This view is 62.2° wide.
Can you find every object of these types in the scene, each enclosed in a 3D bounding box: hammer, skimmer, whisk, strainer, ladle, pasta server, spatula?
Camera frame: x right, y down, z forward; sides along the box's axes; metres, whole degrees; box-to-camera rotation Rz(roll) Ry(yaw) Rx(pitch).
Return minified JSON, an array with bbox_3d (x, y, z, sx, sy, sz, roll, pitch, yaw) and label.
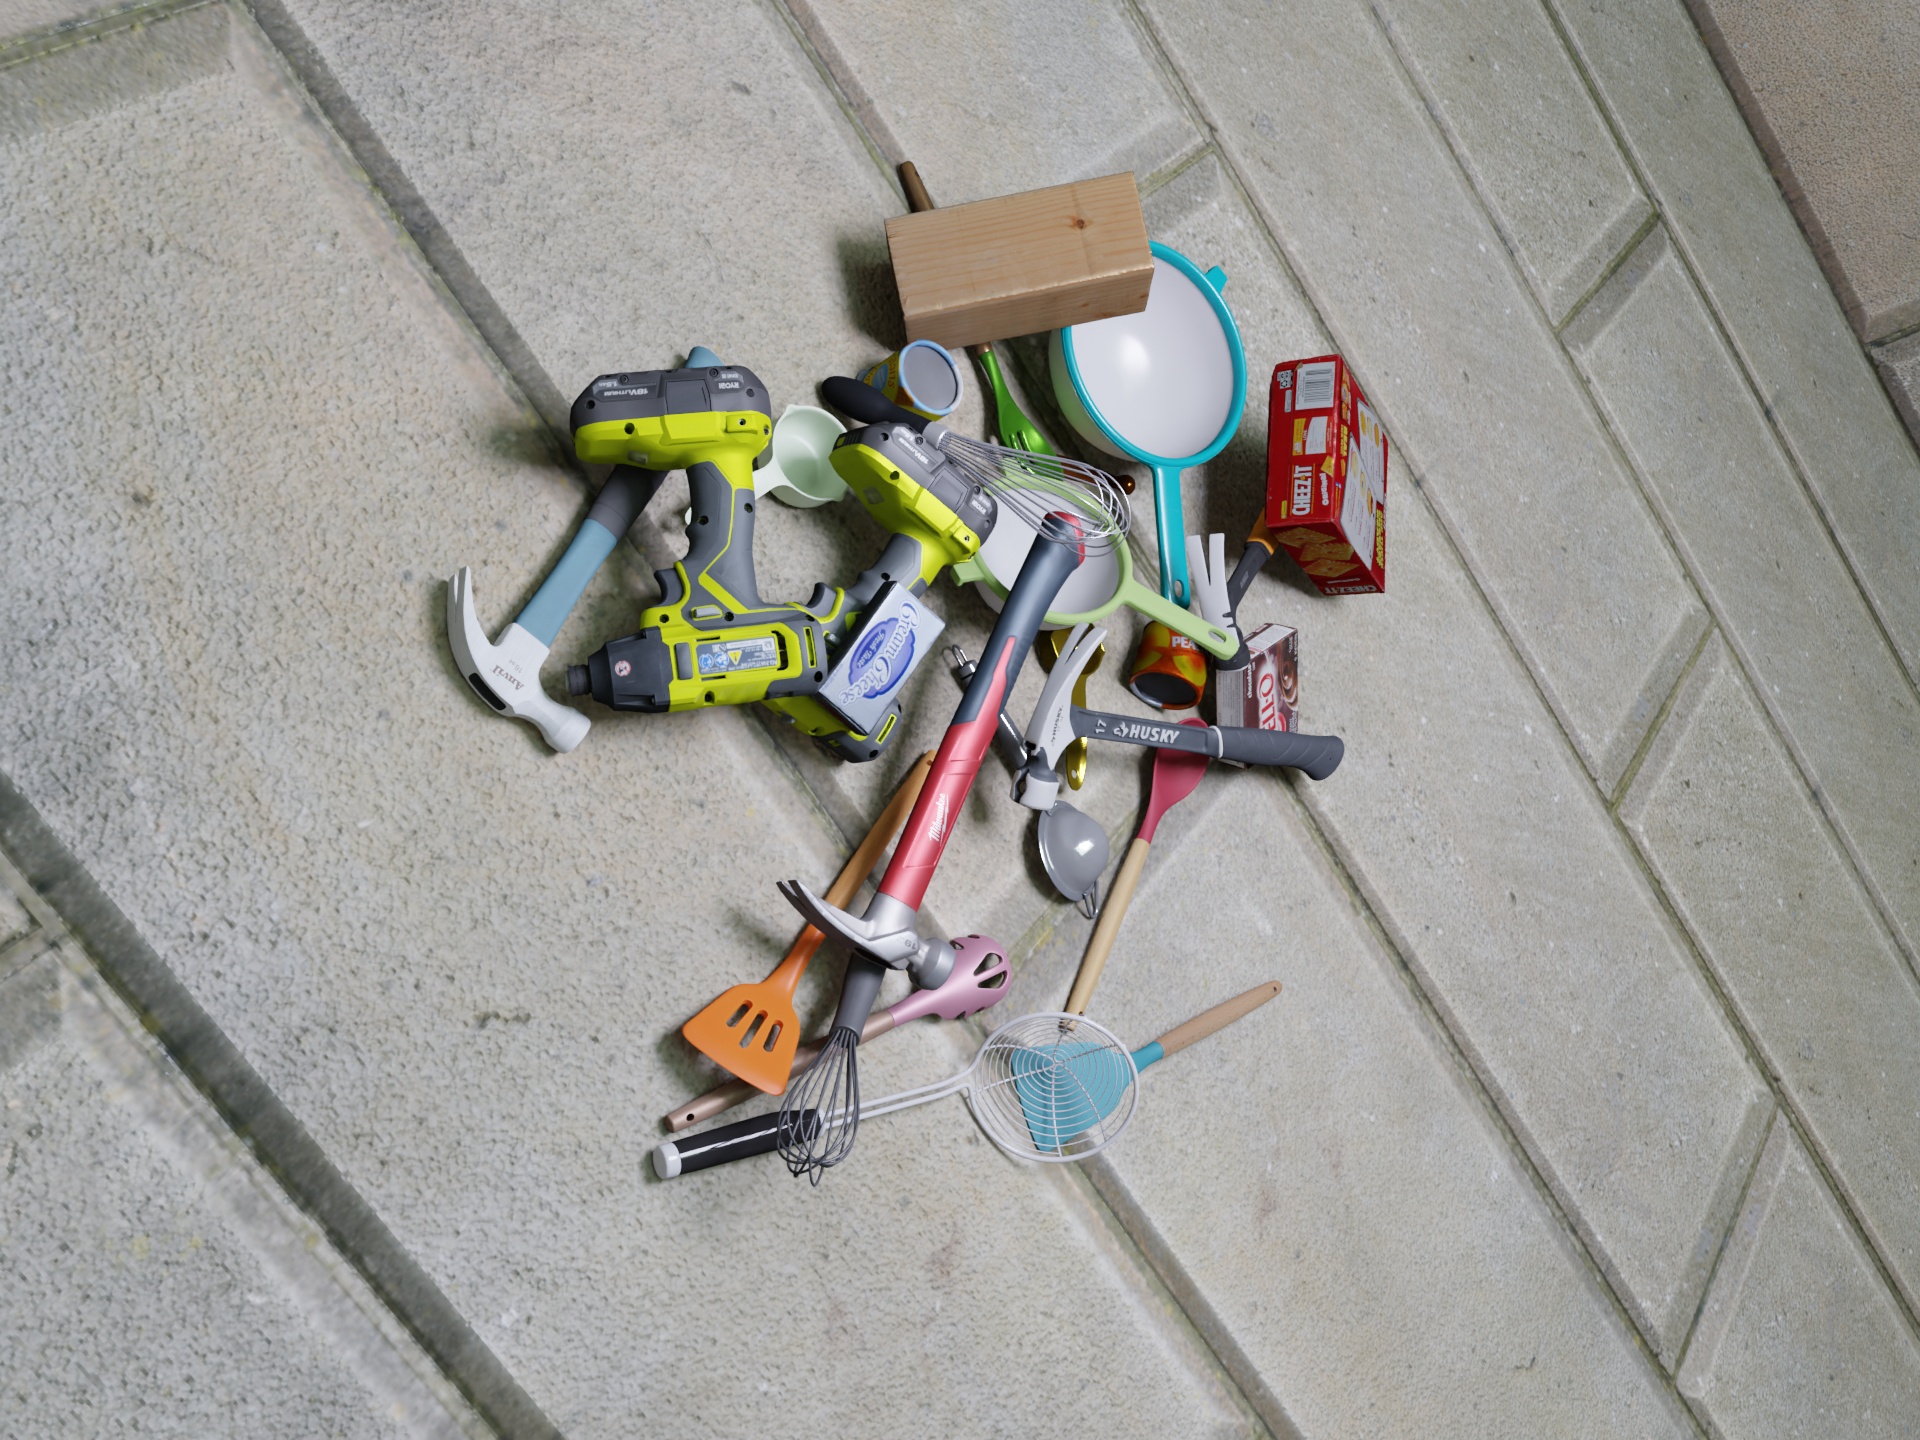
[{"bbox_3d":[-0.247,-0.142,1.125,0.128,0.033,0.331,40,55,-23],"label":"hammer"},{"bbox_3d":[-0.035,0.286,1.128,0.363,0.090,0.127,-5,111,-37],"label":"skimmer"},{"bbox_3d":[0.281,-0.176,1.490,0.337,0.034,0.127,-52,131,-52],"label":"hammer"},{"bbox_3d":[-0.079,0.221,1.104,0.055,0.055,0.239,45,32,-19],"label":"whisk"},{"bbox_3d":[0.110,-0.105,1.342,0.256,0.069,0.152,27,52,-7],"label":"strainer"},{"bbox_3d":[0.062,0.047,1.309,0.258,0.050,0.087,58,35,-5],"label":"strainer"},{"bbox_3d":[0.148,0.127,1.360,0.069,0.031,0.316,50,53,-36],"label":"ladle"},{"bbox_3d":[-0.078,0.228,1.155,0.316,0.040,0.060,-20,89,-36],"label":"pasta server"},{"bbox_3d":[-0.089,0.132,1.162,0.081,0.041,0.323,34,54,0],"label":"spatula"},{"bbox_3d":[-0.002,-0.004,1.189,0.143,0.038,0.386,35,65,-25],"label":"hammer"},{"bbox_3d":[0.008,-0.208,1.241,0.285,0.070,0.070,29,51,18],"label":"whisk"},{"bbox_3d":[0.158,-0.258,1.444,0.211,0.095,0.340,-1,84,-33],"label":"strainer"},{"bbox_3d":[0.172,0.269,1.341,0.317,0.044,0.082,-13,84,-45],"label":"spatula"},{"bbox_3d":[0.206,0.012,1.365,0.408,0.036,0.149,7,101,-44],"label":"hammer"}]

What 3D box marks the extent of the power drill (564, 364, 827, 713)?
[{"bbox_3d":[-0.191,-0.118,1.076,0.171,0.080,0.223,-7,84,-15],"label":"power drill"}]

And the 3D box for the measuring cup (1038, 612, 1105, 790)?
[{"bbox_3d":[0.091,-0.015,1.359,0.062,0.029,0.157,13,72,-35],"label":"measuring cup"}]

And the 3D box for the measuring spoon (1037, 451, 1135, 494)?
[{"bbox_3d":[0.117,-0.227,1.450,0.116,0.011,0.021,10,71,-36],"label":"measuring spoon"}]

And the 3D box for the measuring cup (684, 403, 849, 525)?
[{"bbox_3d":[-0.152,-0.181,1.210,0.167,0.038,0.083,-36,102,-35],"label":"measuring cup"}]

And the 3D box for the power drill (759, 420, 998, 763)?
[{"bbox_3d":[-0.090,-0.107,1.185,0.190,0.080,0.228,38,73,-25],"label":"power drill"}]

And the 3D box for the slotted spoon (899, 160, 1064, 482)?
[{"bbox_3d":[0.013,-0.344,1.393,0.070,0.031,0.314,-21,88,-56],"label":"slotted spoon"}]
